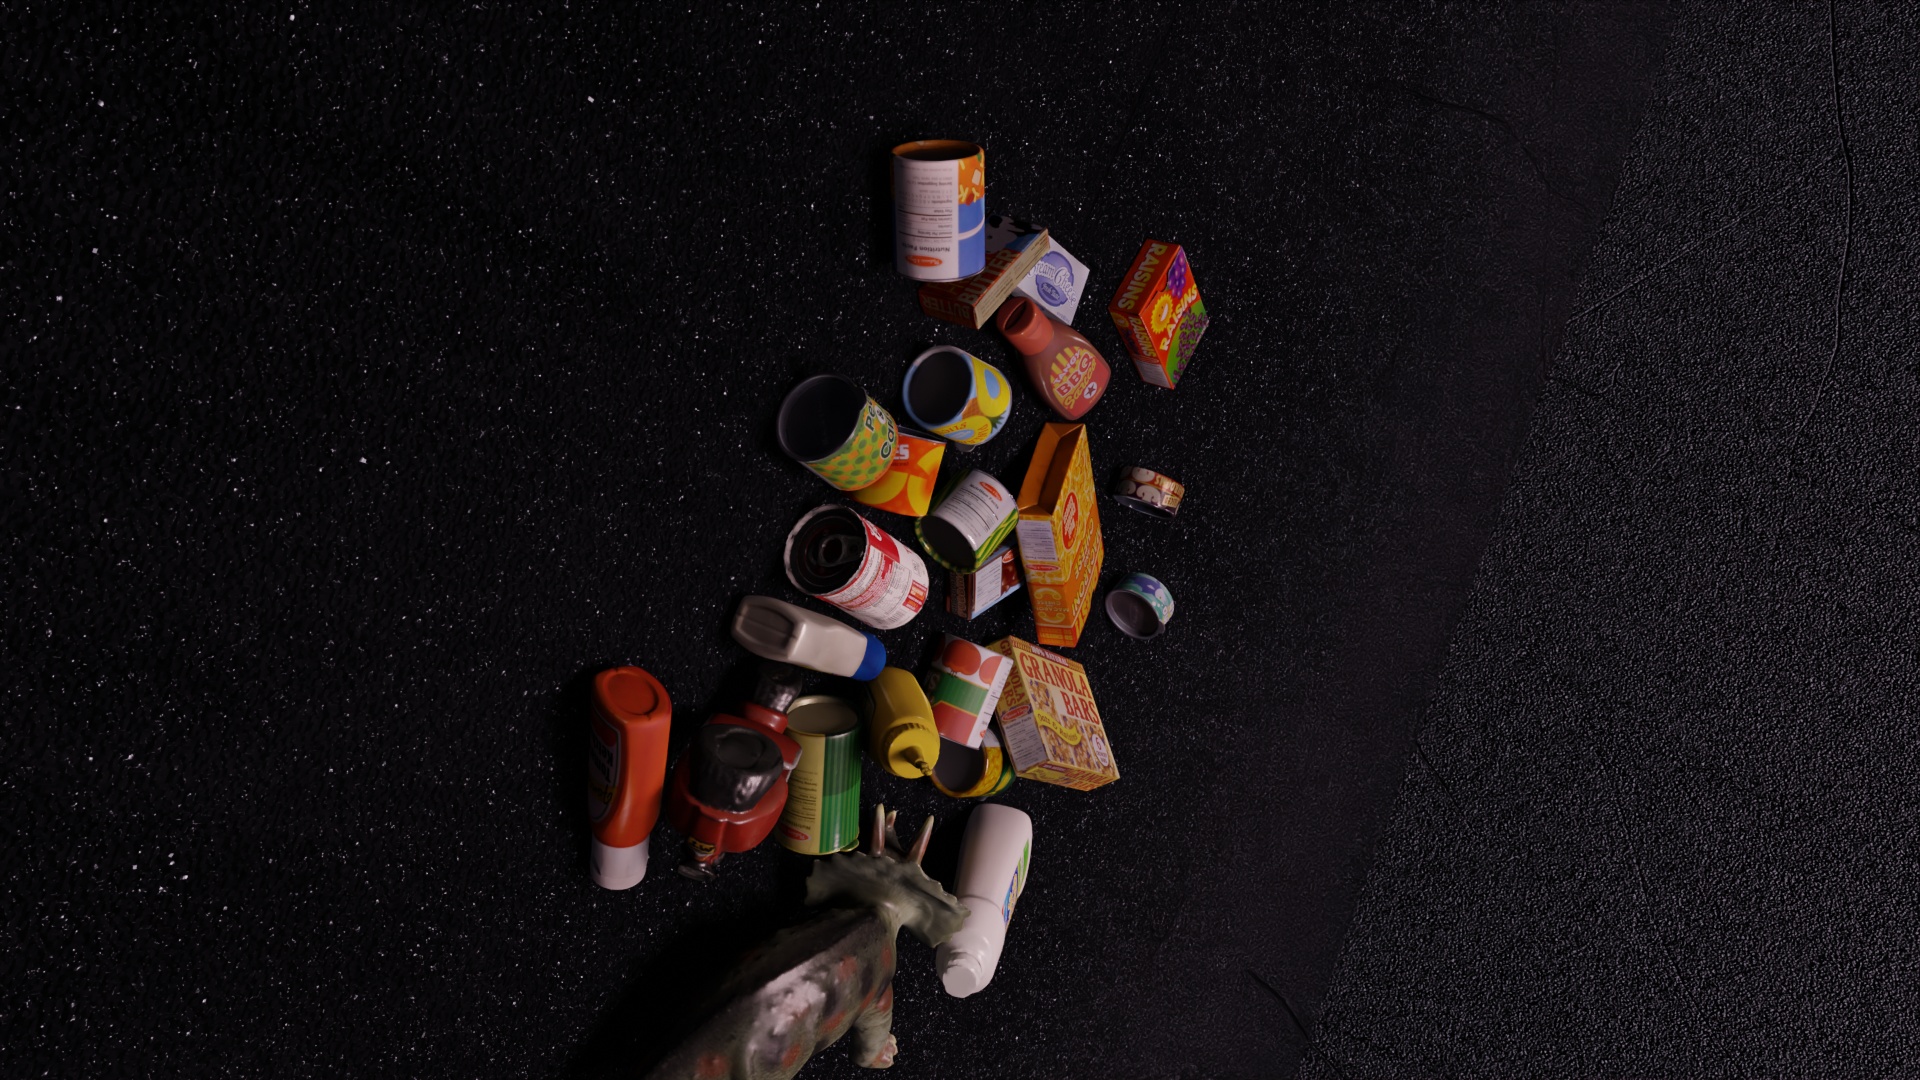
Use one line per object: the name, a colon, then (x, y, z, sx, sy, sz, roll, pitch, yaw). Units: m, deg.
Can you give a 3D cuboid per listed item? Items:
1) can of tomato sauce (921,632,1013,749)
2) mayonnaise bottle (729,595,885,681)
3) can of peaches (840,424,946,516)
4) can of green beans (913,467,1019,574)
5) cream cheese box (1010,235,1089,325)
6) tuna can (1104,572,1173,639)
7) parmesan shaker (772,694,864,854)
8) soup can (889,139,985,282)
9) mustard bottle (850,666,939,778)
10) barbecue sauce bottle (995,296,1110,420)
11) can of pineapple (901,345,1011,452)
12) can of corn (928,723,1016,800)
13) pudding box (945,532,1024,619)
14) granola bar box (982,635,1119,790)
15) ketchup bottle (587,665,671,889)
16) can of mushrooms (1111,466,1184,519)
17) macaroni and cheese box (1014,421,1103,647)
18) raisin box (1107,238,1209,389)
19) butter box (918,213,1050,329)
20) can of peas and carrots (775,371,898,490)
can of tomato sauce: (-0.001, 0.128, 1.193, 0.071, 0.071, 0.083, 30, 81, -58)
mayonnaise bottle: (-0.103, 0.075, 1.011, 0.148, 0.065, 0.041, 29, 81, -62)
can of peaches: (-0.050, -0.054, 1.014, 0.071, 0.071, 0.058, 3, 105, -57)
can of green beans: (0.004, -0.015, 1.120, 0.058, 0.071, 0.071, -48, 142, -31)
cream cheese box: (0.068, -0.219, 1.147, 0.104, 0.024, 0.053, 19, 89, -59)
tuna can: (0.189, 0.069, 1.446, 0.033, 0.071, 0.070, -45, 140, -36)
parmesan shaker: (-0.105, 0.177, 1.051, 0.071, 0.071, 0.102, -24, 126, -50)
soup can: (-0.015, -0.232, 0.973, 0.072, 0.071, 0.083, -34, 133, -44)
mustard bottle: (-0.047, 0.143, 1.051, 0.049, 0.160, 0.065, 6, 100, -17)
barbecue sauce bottle: (0.076, -0.157, 1.172, 0.065, 0.044, 0.148, -53, 147, 1)
can of pineapple: (-0.003, -0.108, 1.056, 0.058, 0.071, 0.071, 17, 92, -58)
can of corn: (0.010, 0.199, 1.246, 0.058, 0.071, 0.071, 15, 94, -58)
pudding box: (0.022, 0.029, 1.207, 0.084, 0.030, 0.049, -31, 130, -46)
granola bar box: (0.084, 0.165, 1.301, 0.165, 0.039, 0.124, 27, 41, -58)
ketchup bottle: (-0.214, 0.156, 0.885, 0.044, 0.065, 0.148, -10, 125, -33)
can of mushrooms: (0.189, -0.047, 1.383, 0.071, 0.071, 0.033, 31, 79, -58)
macaroni and cheese box: (0.091, -0.004, 1.252, 0.165, 0.040, 0.124, 76, 26, -42)
raisin box: (0.191, -0.215, 1.324, 0.086, 0.040, 0.123, -60, 146, -15)
butter box: (0.019, -0.205, 1.051, 0.104, 0.053, 0.024, -51, 146, -28)
can of peas and carrots: (-0.082, -0.075, 0.951, 0.058, 0.071, 0.071, 38, 75, -58)
